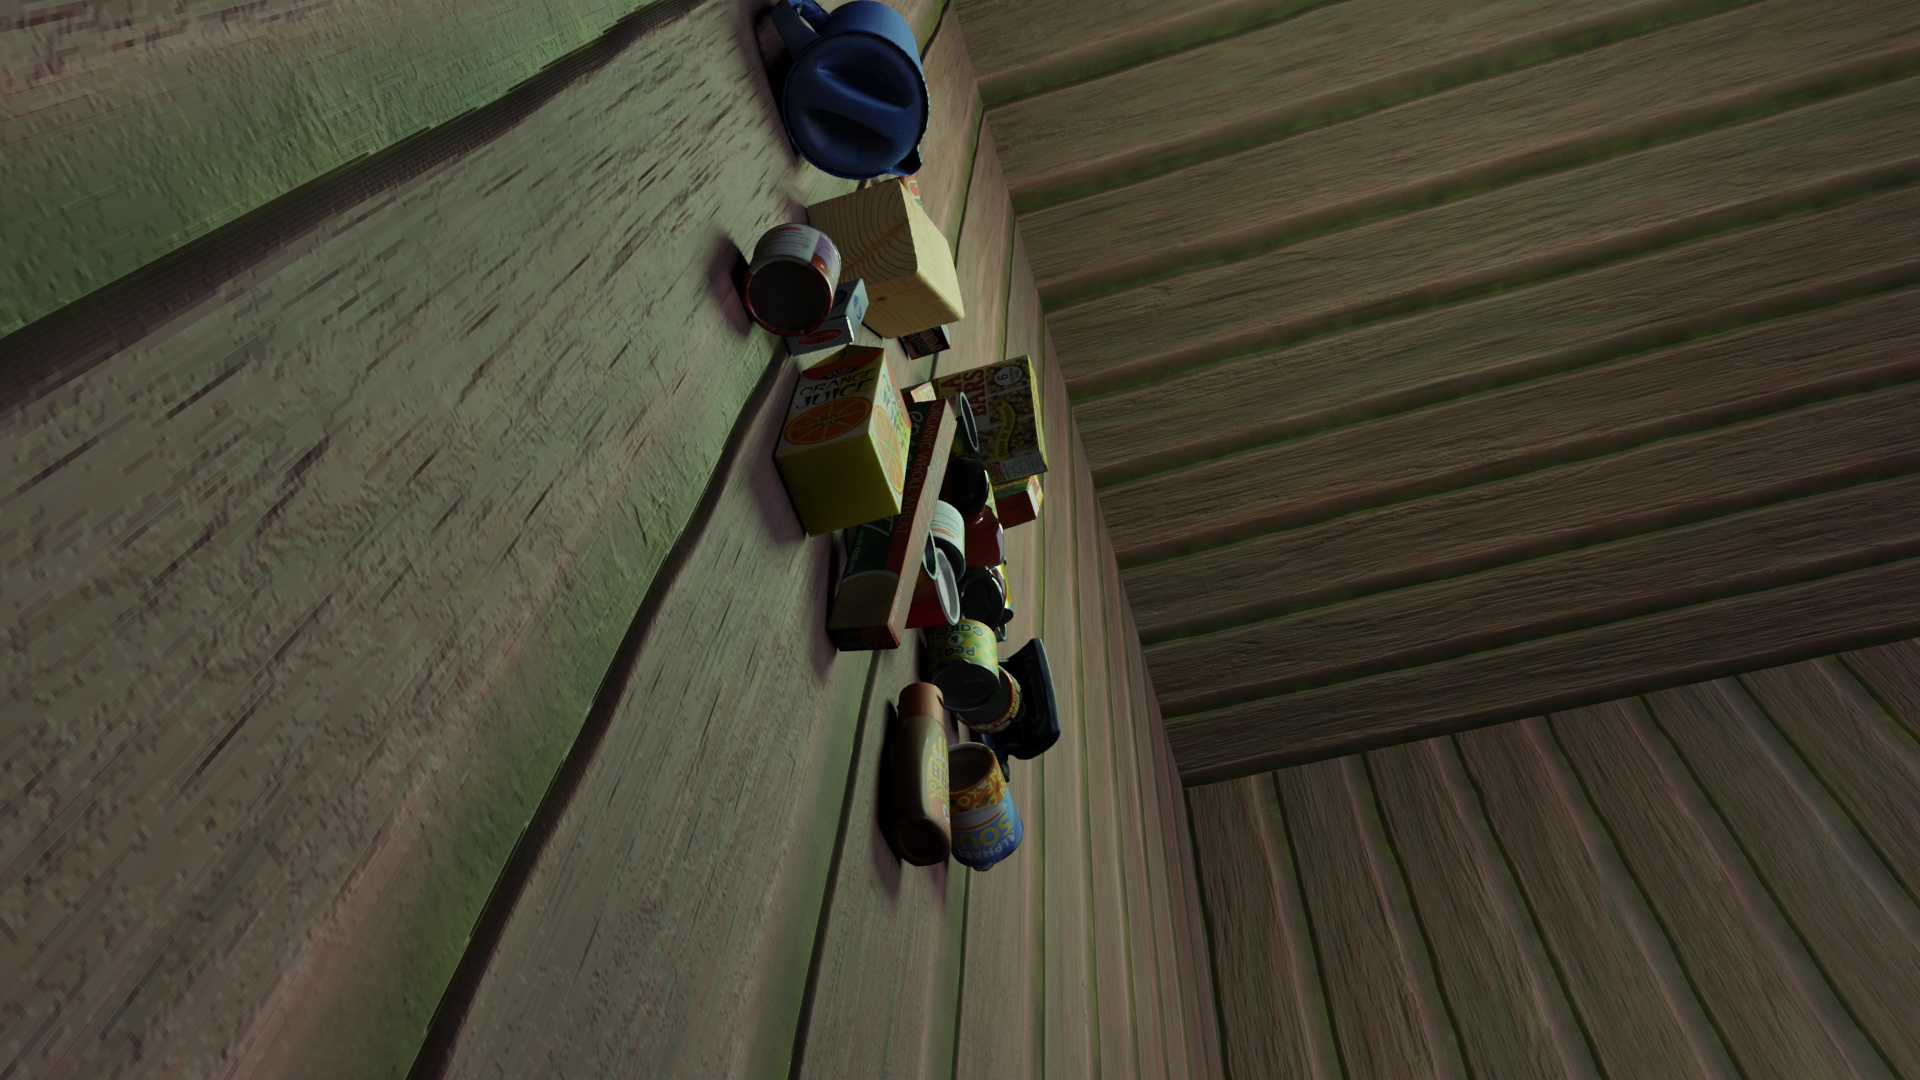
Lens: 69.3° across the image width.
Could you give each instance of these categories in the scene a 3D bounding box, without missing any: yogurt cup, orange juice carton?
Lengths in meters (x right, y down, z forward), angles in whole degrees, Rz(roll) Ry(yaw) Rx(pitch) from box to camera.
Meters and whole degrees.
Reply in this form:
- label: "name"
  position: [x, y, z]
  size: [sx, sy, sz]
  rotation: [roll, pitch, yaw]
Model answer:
- label: "yogurt cup"
  position: [-0.036, 0.045, 1.195]
  size: [0.072, 0.054, 0.072]
  rotation: [-16, 92, -79]
- label: "orange juice carton"
  position: [-0.084, -0.087, 1.067]
  size: [0.193, 0.073, 0.071]
  rotation: [-87, 160, -59]

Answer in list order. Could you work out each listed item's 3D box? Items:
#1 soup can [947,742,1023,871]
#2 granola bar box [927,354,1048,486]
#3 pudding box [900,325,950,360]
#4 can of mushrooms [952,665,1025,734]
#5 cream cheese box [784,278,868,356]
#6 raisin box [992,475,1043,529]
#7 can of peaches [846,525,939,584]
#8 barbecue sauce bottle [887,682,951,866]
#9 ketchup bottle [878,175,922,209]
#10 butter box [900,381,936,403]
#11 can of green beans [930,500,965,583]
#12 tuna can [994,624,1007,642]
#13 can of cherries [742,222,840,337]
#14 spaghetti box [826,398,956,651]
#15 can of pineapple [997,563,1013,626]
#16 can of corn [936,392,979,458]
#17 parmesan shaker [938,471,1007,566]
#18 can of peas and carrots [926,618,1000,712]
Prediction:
- label: "soup can"
  position: [0.010, 0.224, 1.172]
  size: [0.072, 0.071, 0.083]
  rotation: [-87, 159, -58]
- label: "granola bar box"
  position: [0.029, -0.130, 1.568]
  size: [0.166, 0.124, 0.039]
  rotation: [-94, 166, -44]
- label: "pudding box"
  position: [-0.046, -0.241, 1.527]
  size: [0.083, 0.049, 0.030]
  rotation: [64, 14, -50]
- label: "can of mushrooms"
  position: [0.026, 0.151, 1.334]
  size: [0.033, 0.071, 0.071]
  rotation: [48, 30, -66]
- label: "cream cheese box"
  position: [-0.107, -0.181, 1.122]
  size: [0.104, 0.053, 0.024]
  rotation: [-83, 159, -63]
- label: "raisin box"
  position: [0.051, -0.044, 1.677]
  size: [0.124, 0.086, 0.040]
  rotation: [-62, 132, -75]
- label: "can of peaches"
  position: [-0.055, 0.009, 1.135]
  size: [0.071, 0.058, 0.071]
  rotation: [-16, 92, -80]
- label: "barbecue sauce bottle"
  position: [-0.032, 0.175, 1.078]
  size: [0.149, 0.043, 0.064]
  rotation: [-92, 163, -50]
- label: "ketchup bottle"
  position: [-0.057, -0.353, 1.636]
  size: [0.065, 0.043, 0.148]
  rotation: [-56, 132, -76]
- label: "butter box"
  position: [-0.057, -0.128, 1.313]
  size: [0.104, 0.053, 0.024]
  rotation: [-57, 130, -76]
- label: "can of green beans"
  position: [-0.029, 0.005, 1.251]
  size: [0.058, 0.071, 0.071]
  rotation: [-91, 163, -53]
- label: "tuna can"
  position: [0.027, 0.082, 1.534]
  size: [0.071, 0.033, 0.071]
  rotation: [-16, 92, -79]
- label: "can of cherries"
  position: [-0.122, -0.188, 1.017]
  size: [0.059, 0.071, 0.071]
  rotation: [-88, 161, -55]
- label: "spaghetti box"
  position: [-0.050, -0.019, 1.085]
  size: [0.028, 0.050, 0.251]
  rotation: [67, 26, -42]
- label: "can of pineapple"
  position: [0.019, 0.055, 1.428]
  size: [0.071, 0.071, 0.058]
  rotation: [55, 23, -63]
- label: "can of corn"
  position: [-0.017, -0.118, 1.496]
  size: [0.071, 0.058, 0.071]
  rotation: [-16, 92, -80]
- label: "parmesan shaker"
  position: [0.005, -0.018, 1.471]
  size: [0.071, 0.071, 0.103]
  rotation: [49, 29, -68]
- label: "can of peas and carrots"
  position: [0.001, 0.112, 1.269]
  size: [0.059, 0.071, 0.070]
  rotation: [-93, 165, -49]
